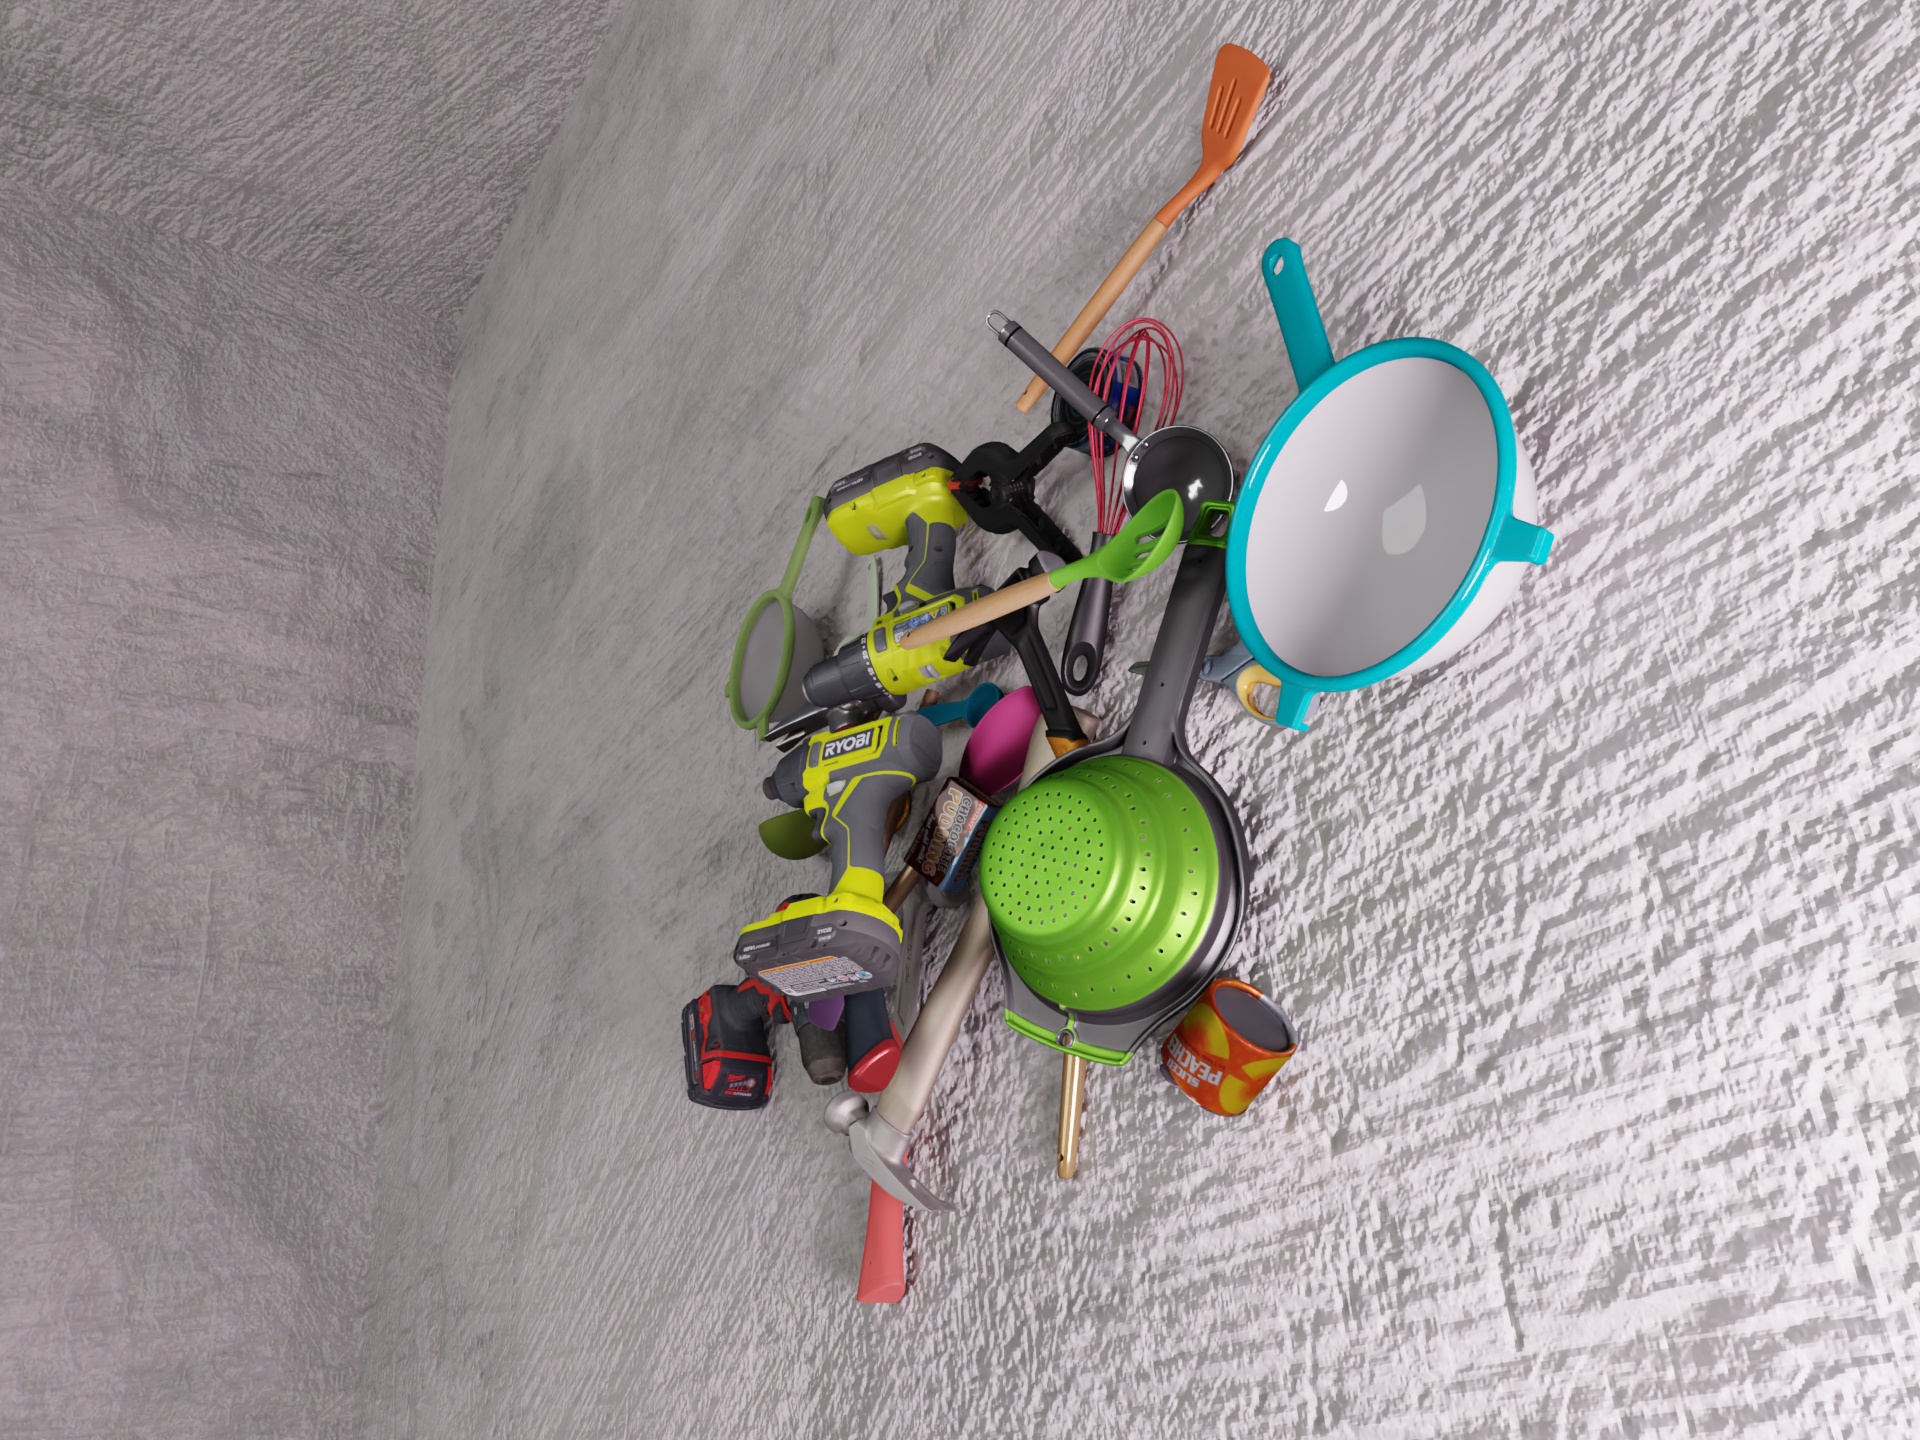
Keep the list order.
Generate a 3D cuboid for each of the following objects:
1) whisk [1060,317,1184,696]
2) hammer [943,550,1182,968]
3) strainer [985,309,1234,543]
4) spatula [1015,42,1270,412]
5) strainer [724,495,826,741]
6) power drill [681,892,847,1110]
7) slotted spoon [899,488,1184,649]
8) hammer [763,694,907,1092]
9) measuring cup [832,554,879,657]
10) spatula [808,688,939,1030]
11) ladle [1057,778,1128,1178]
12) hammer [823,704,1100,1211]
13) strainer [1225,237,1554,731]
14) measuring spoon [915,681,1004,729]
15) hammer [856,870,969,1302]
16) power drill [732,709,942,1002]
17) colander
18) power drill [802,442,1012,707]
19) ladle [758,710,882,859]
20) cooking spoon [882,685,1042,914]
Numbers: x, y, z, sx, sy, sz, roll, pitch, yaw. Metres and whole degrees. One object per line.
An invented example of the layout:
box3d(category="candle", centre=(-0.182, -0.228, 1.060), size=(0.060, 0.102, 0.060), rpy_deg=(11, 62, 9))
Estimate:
box3d(category="whisk", centre=(0.117, -0.164, 1.234), size=(0.073, 0.073, 0.296), rpy_deg=(22, 103, 59))
box3d(category="hammer", centre=(0.081, 0.036, 1.173), size=(0.127, 0.034, 0.337), rpy_deg=(-45, 49, 32))
box3d(category="strainer", centre=(0.114, -0.219, 1.177), size=(0.258, 0.050, 0.087), rpy_deg=(44, 112, 9))
box3d(category="spatula", centre=(0.138, -0.382, 1.268), size=(0.322, 0.041, 0.081), rpy_deg=(-52, 38, 19))
box3d(category="strainer", centre=(-0.167, -0.107, 1.667), size=(0.152, 0.069, 0.256), rpy_deg=(41, 113, 59))
box3d(category="power drill", centre=(-0.180, 0.297, 1.532), size=(0.226, 0.080, 0.188), rpy_deg=(-46, 42, 36))
box3d(category="slotted spoon", centre=(0.055, -0.100, 1.192), size=(0.314, 0.031, 0.070), rpy_deg=(-20, 44, 47))
box3d(category="hammer", centre=(-0.101, 0.136, 1.352), size=(0.143, 0.038, 0.387), rpy_deg=(-25, 49, 23))
box3d(category="measuring cup", centre=(-0.102, -0.091, 1.580), size=(0.083, 0.038, 0.168), rpy_deg=(-26, 59, 53))
box3d(category="spatula", centre=(-0.077, 0.121, 1.422), size=(0.060, 0.018, 0.316), rpy_deg=(10, 78, 52))
box3d(category="ladle", centre=(0.091, 0.177, 1.175), size=(0.069, 0.031, 0.315), rpy_deg=(-6, 76, 52))
box3d(category="hammer", centre=(0.018, 0.182, 1.254), size=(0.146, 0.038, 0.410), rpy_deg=(32, 101, 44))
box3d(category="strainer", centre=(0.255, -0.162, 0.971), size=(0.211, 0.095, 0.341), rpy_deg=(-42, 43, 40))
box3d(category="measuring spoon", centre=(-0.002, -0.004, 1.390), size=(0.128, 0.021, 0.042), rpy_deg=(-12, 63, 50))
box3d(category="hammer", centre=(-0.058, 0.308, 1.361), size=(0.149, 0.036, 0.359), rpy_deg=(-15, 65, 56))
box3d(category="power drill", centre=(-0.107, 0.108, 1.296), size=(0.171, 0.080, 0.223), rpy_deg=(-16, 49, 31))
box3d(category="colander", centre=(0.105, 0.024, 1.065), size=(0.205, 0.094, 0.397), rpy_deg=(12, 81, 39))
box3d(category="power drill", centre=(-0.059, -0.123, 1.425), size=(0.190, 0.080, 0.229), rpy_deg=(-21, 53, 18))
box3d(category="ladle", centre=(-0.101, 0.002, 1.532), size=(0.062, 0.078, 0.320), rpy_deg=(40, 109, 35))
box3d(category="cooking spoon", centre=(-0.023, 0.104, 1.345), size=(0.319, 0.017, 0.069), rpy_deg=(-54, 51, 14))
